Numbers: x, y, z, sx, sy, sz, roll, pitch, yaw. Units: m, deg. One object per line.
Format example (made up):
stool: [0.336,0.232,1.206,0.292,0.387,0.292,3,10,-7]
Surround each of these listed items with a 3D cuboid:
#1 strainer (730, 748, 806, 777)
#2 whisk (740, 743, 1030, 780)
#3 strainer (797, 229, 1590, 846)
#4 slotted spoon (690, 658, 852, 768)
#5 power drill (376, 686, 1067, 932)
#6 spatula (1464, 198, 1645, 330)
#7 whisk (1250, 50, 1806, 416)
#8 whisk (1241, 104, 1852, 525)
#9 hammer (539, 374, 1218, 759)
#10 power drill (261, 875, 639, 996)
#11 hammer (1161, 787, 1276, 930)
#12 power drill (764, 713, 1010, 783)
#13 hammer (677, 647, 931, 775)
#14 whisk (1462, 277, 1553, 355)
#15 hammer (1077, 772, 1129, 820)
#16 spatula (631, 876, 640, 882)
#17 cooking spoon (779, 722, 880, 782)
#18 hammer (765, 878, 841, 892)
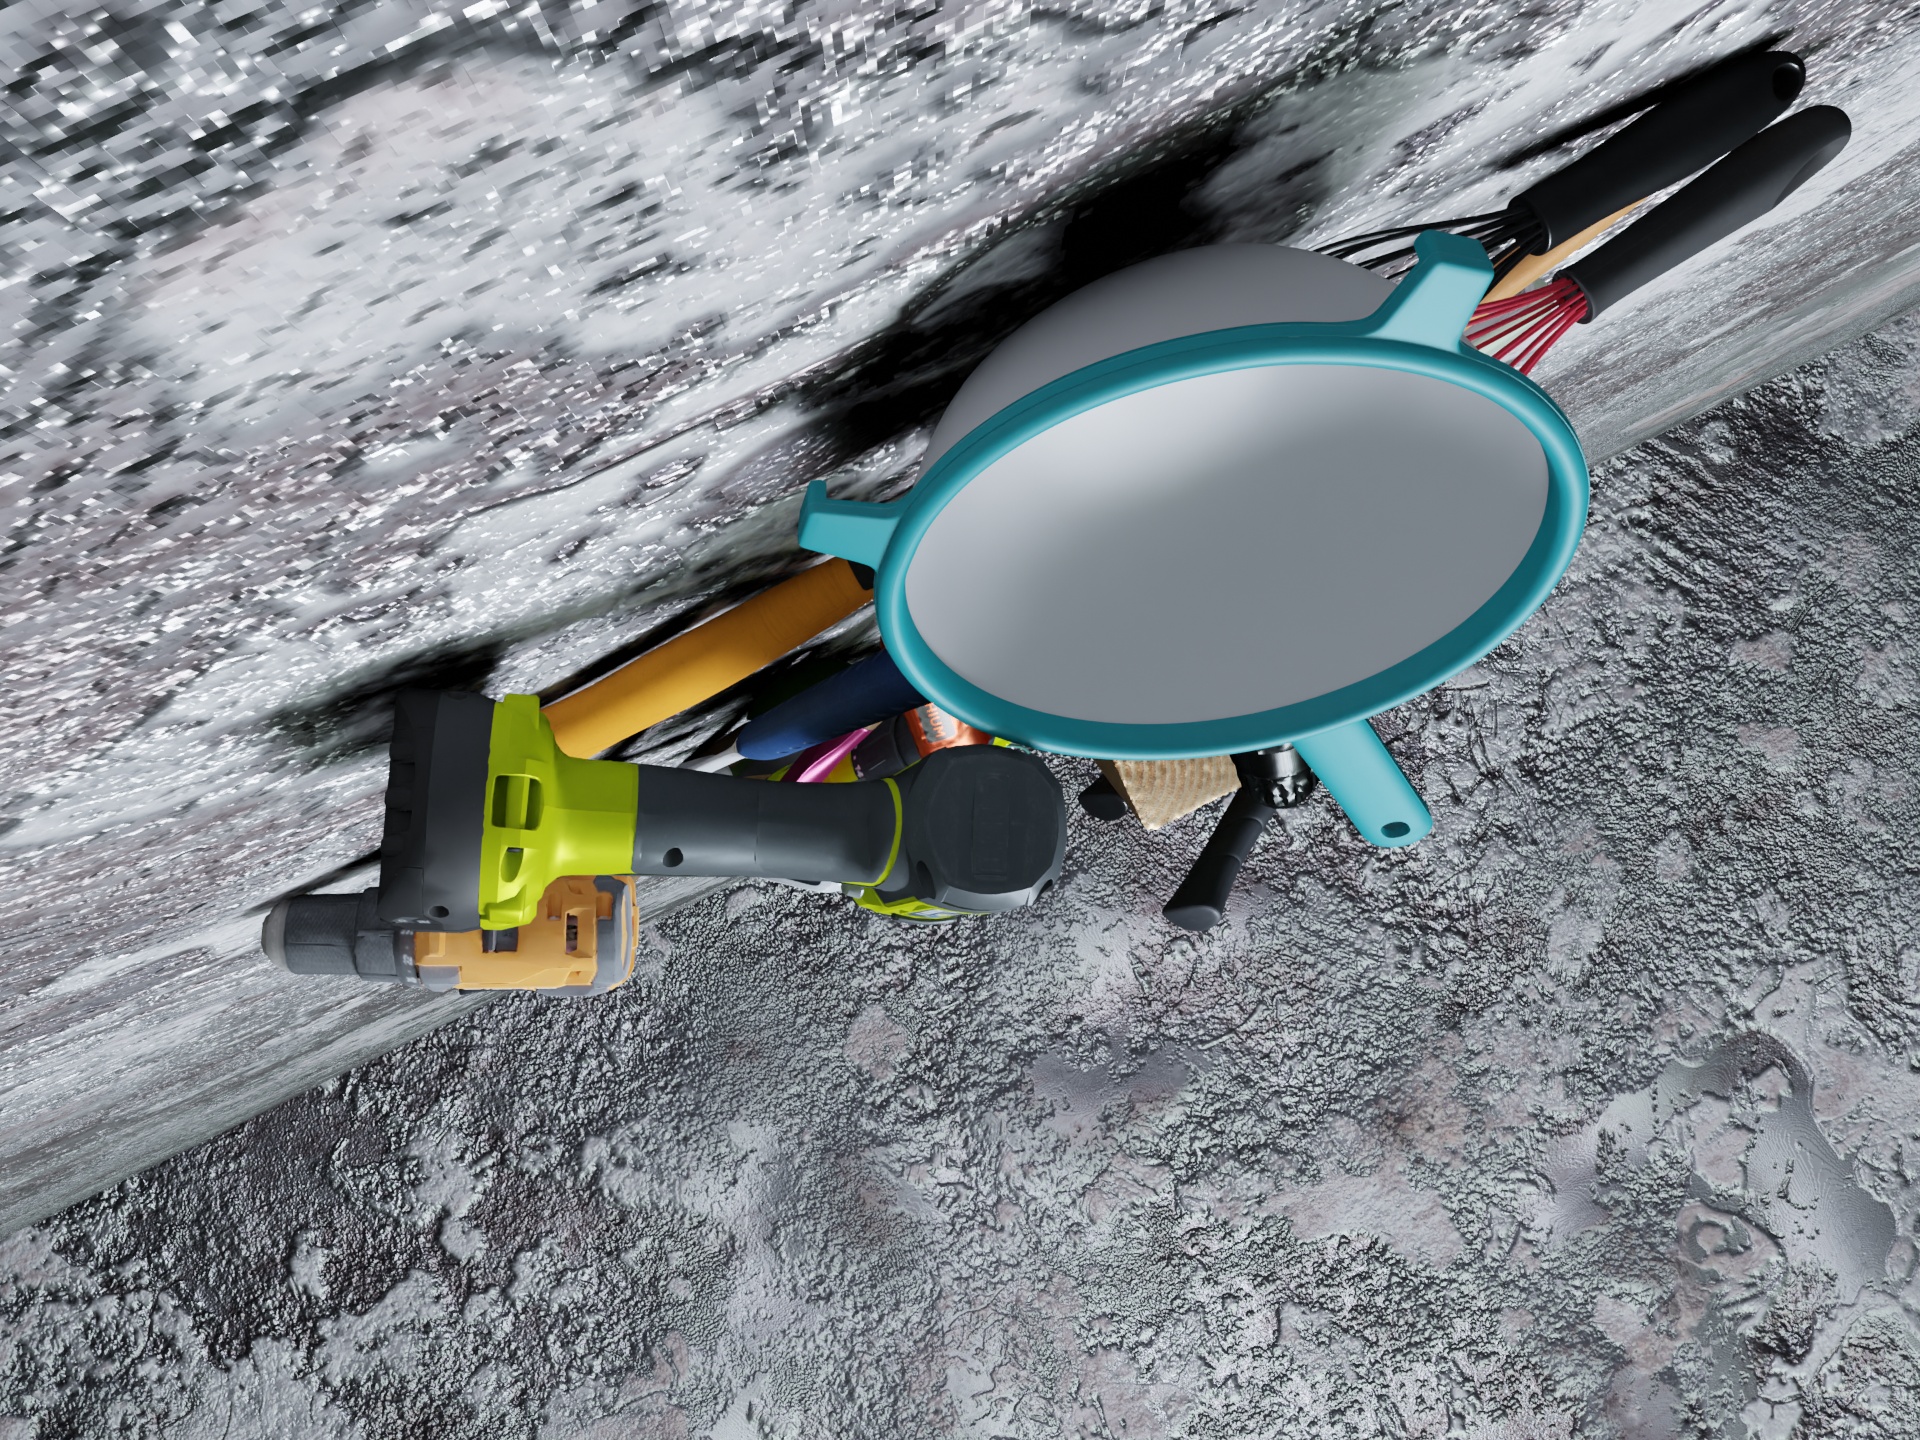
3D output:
strainer: [-0.084,0.024,1.092,0.151,0.069,0.256,-25,177,-7]
whisk: [-0.057,0.041,1.034,0.245,0.047,0.051,-4,155,-26]
strainer: [0.105,-0.051,0.548,0.211,0.095,0.340,-19,149,21]
slotted spoon: [-0.137,0.014,0.970,0.070,0.031,0.314,-23,176,-31]
power drill: [-0.091,0.042,0.589,0.223,0.080,0.171,4,170,-14]
spatula: [0.211,-0.167,0.705,0.081,0.041,0.322,28,142,-24]
whisk: [0.199,-0.177,0.559,0.239,0.055,0.055,-30,176,-7]
whisk: [0.218,-0.151,0.606,0.296,0.073,0.073,-33,176,-4]
hammer: [-0.046,-0.054,0.636,0.337,0.034,0.127,-27,174,12]
power drill: [-0.276,0.120,0.910,0.185,0.084,0.226,0,174,-7]
hammer: [0.250,-0.037,1.076,0.409,0.036,0.149,-58,-158,-8]
power drill: [-0.001,-0.003,0.938,0.190,0.080,0.228,-31,-176,45]
hammer: [-0.102,0.014,0.739,0.144,0.035,0.405,-15,176,-33]
whisk: [0.185,-0.148,0.806,0.246,0.058,0.059,-32,143,17]
hammer: [0.212,-0.051,1.209,0.335,0.035,0.146,-46,-159,-7]
spatula: [-0.248,0.124,1.233,0.082,0.044,0.317,-17,-166,20]
cooking spoon: [-0.034,-0.016,0.804,0.319,0.017,0.069,-45,-167,31]
hammer: [-0.129,0.082,1.210,0.128,0.033,0.331,13,-176,-11]
